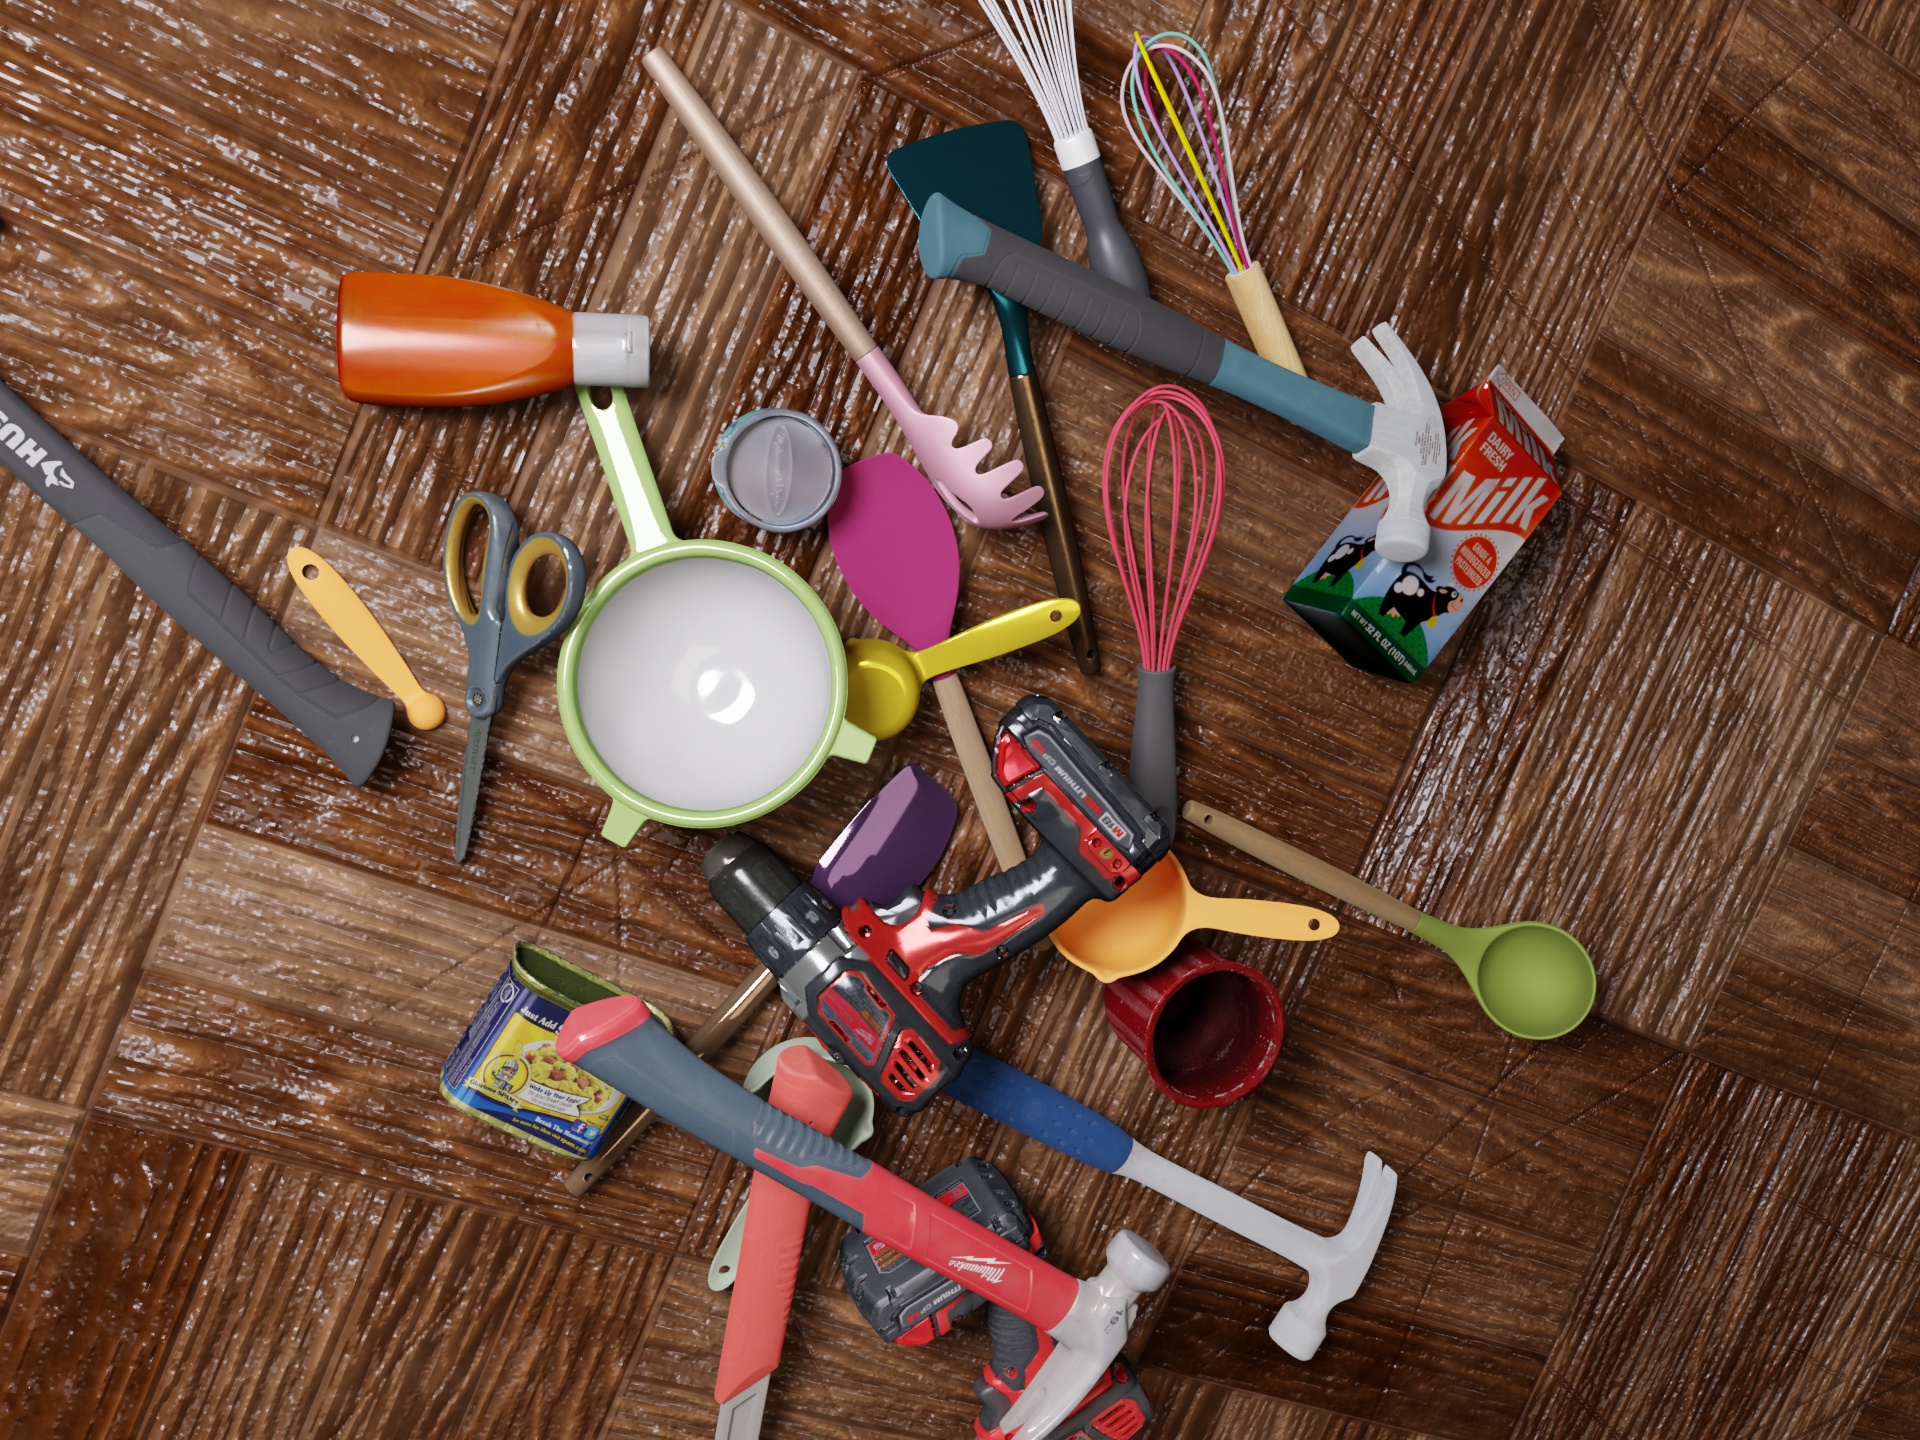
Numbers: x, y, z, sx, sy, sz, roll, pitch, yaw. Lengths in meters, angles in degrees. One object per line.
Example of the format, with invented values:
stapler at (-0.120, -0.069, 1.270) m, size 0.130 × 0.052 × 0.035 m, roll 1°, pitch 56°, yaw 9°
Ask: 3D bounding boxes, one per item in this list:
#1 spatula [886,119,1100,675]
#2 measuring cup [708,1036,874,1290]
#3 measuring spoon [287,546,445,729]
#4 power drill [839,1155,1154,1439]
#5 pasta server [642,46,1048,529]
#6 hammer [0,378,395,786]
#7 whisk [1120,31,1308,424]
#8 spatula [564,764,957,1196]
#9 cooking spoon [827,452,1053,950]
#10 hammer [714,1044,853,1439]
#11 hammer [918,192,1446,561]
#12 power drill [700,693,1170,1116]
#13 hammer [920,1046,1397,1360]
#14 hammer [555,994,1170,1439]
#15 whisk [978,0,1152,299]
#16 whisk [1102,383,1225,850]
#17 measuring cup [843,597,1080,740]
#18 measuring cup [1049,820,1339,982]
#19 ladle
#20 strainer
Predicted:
spatula at (0.039, -0.175, 0.910) m, size 0.082 × 0.044 × 0.317 m, roll -20°, pitch 111°, yaw -15°
measuring cup at (-0.112, 0.262, 0.946) m, size 0.083 × 0.038 × 0.167 m, roll 23°, pitch 102°, yaw -23°
measuring spoon at (-0.309, -0.042, 0.827) m, size 0.021 × 0.011 × 0.116 m, roll -37°, pitch 110°, yaw -8°
power drill at (0.019, 0.397, 0.996) m, size 0.143 × 0.079 × 0.219 m, roll -32°, pitch 112°, yaw -9°
pasta server at (-0.061, -0.224, 0.855) m, size 0.040 × 0.060 × 0.316 m, roll -41°, pitch 105°, yaw -13°
hammer at (-0.411, -0.089, 0.772) m, size 0.146 × 0.035 × 0.334 m, roll -45°, pitch 111°, yaw -6°
whisk at (0.155, -0.281, 0.918) m, size 0.051 × 0.047 × 0.244 m, roll -35°, pitch 114°, yaw -10°
spatula at (-0.116, 0.156, 0.929) m, size 0.316 × 0.018 × 0.059 m, roll -47°, pitch 110°, yaw -5°
cooking spoon at (-0.001, -0.003, 0.933) m, size 0.069 × 0.017 × 0.318 m, roll -22°, pitch 107°, yaw -4°
hammer at (-0.129, 0.356, 0.933) m, size 0.149 × 0.037 × 0.359 m, roll 5°, pitch 108°, yaw -19°
hammer at (0.128, -0.202, 0.874) m, size 0.330 × 0.033 × 0.128 m, roll 20°, pitch 70°, yaw -17°
power drill at (-0.016, 0.084, 0.891) m, size 0.226 × 0.080 × 0.188 m, roll -43°, pitch 86°, yaw 1°
hammer at (0.114, 0.278, 1.021) m, size 0.405 × 0.035 × 0.144 m, roll 32°, pitch 91°, yaw -21°
hammer at (-0.062, 0.273, 0.873) m, size 0.386 × 0.038 × 0.143 m, roll 36°, pitch 91°, yaw -22°
whisk at (0.051, -0.342, 0.864) m, size 0.070 × 0.070 × 0.284 m, roll -27°, pitch 113°, yaw -11°
whisk at (0.116, -0.050, 0.945) m, size 0.073 × 0.073 × 0.295 m, roll -7°, pitch 110°, yaw -17°
measuring cup at (-0.005, -0.033, 0.894) m, size 0.156 × 0.029 × 0.062 m, roll -21°, pitch 108°, yaw 7°
measuring cup at (0.134, 0.112, 0.946) m, size 0.173 × 0.052 × 0.095 m, roll 6°, pitch 85°, yaw 4°
ladle at (0.281, 0.123, 1.034) m, size 0.320 × 0.062 × 0.078 m, roll 26°, pitch 90°, yaw -19°
strainer at (-0.152, -0.069, 0.855) m, size 0.151 × 0.069 × 0.256 m, roll -20°, pitch 89°, yaw -1°
